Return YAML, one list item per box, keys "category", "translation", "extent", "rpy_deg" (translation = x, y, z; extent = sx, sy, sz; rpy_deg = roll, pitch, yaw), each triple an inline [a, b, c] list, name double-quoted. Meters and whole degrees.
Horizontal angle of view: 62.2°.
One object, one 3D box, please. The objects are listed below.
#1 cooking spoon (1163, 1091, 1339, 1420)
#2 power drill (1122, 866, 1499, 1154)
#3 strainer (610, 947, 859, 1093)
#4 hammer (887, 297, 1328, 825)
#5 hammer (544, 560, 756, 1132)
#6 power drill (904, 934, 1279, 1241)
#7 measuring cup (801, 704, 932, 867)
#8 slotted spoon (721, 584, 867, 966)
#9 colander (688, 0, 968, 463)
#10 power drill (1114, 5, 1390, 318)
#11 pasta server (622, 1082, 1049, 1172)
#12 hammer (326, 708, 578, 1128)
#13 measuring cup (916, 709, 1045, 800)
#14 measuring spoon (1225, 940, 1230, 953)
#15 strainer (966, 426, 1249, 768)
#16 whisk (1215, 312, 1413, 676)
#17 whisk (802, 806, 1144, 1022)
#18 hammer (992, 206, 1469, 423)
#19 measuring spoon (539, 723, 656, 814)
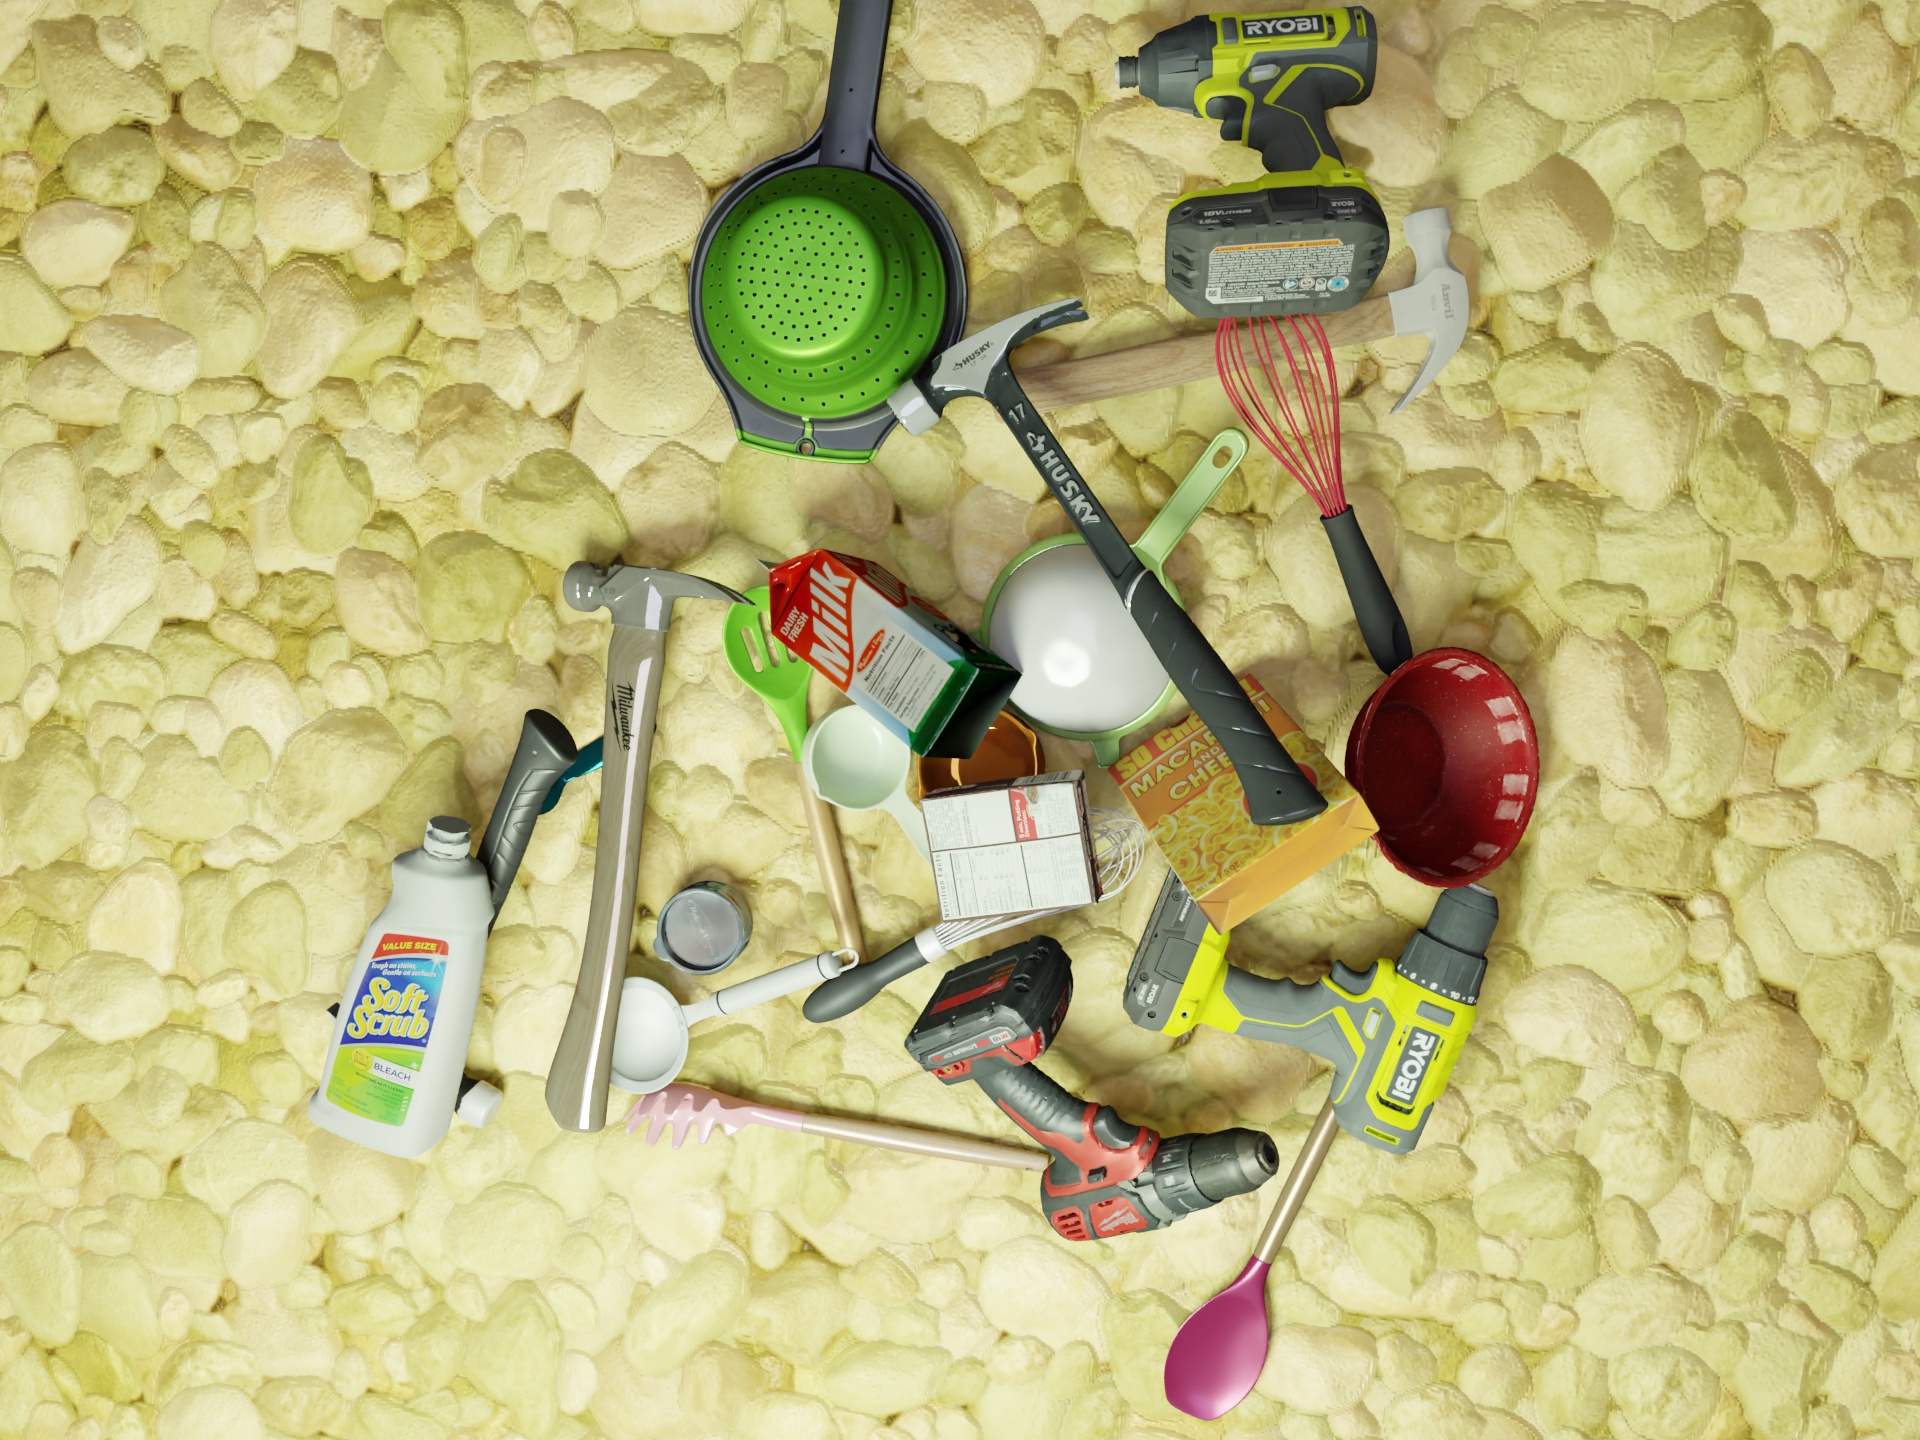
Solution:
- category: "cooking spoon"
  translation: [0.232, 0.370, 1.162]
  extent: [0.069, 0.017, 0.319]
  rpy_deg: [24, 98, 2]
- category: "power drill"
  translation: [0.245, 0.171, 1.101]
  extent: [0.228, 0.080, 0.190]
  rpy_deg: [21, 96, 4]
- category: "strainer"
  translation: [-0.179, 0.210, 1.161]
  extent: [0.258, 0.050, 0.087]
  rpy_deg: [-22, 83, 24]
- category: "hammer"
  translation: [0.111, -0.103, 1.039]
  extent: [0.149, 0.036, 0.409]
  rpy_deg: [-35, 71, 8]
- category: "hammer"
  translation: [-0.240, 0.095, 1.149]
  extent: [0.146, 0.038, 0.410]
  rpy_deg: [8, 92, 23]
- category: "power drill"
  translation: [0.091, 0.259, 1.092]
  extent: [0.188, 0.080, 0.226]
  rpy_deg: [-27, 107, 38]
- category: "measuring cup"
  translation: [-0.051, 0.059, 1.161]
  extent: [0.083, 0.038, 0.167]
  rpy_deg: [-43, 109, -15]
- category: "slotted spoon"
  translation: [-0.110, 0.054, 1.170]
  extent: [0.070, 0.031, 0.314]
  rpy_deg: [-15, 96, -10]
- category: "colander"
  translation: [-0.089, -0.381, 1.094]
  extent: [0.204, 0.094, 0.397]
  rpy_deg: [9, 96, 6]
- category: "power drill"
  translation: [0.188, -0.370, 1.029]
  extent: [0.171, 0.080, 0.223]
  rpy_deg: [-2, 59, 5]
- category: "pasta server"
  translation: [-0.092, 0.311, 1.185]
  extent: [0.316, 0.060, 0.040]
  rpy_deg: [9, 51, 4]
- category: "hammer"
  translation: [-0.358, 0.138, 1.166]
  extent: [0.146, 0.035, 0.334]
  rpy_deg: [29, 111, 6]
- category: "measuring cup"
  translation: [-0.002, -0.004, 1.143]
  extent: [0.095, 0.052, 0.174]
  rpy_deg: [-29, 79, 12]
- category: "measuring spoon"
  translation: [0.200, 0.115, 1.149]
  extent: [0.021, 0.011, 0.117]
  rpy_deg: [18, 93, 7]
- category: "strainer"
  translation: [0.109, -0.091, 1.082]
  extent: [0.151, 0.069, 0.256]
  rpy_deg: [39, 112, 5]
- category: "whisk"
  translation: [0.246, -0.157, 1.073]
  extent: [0.073, 0.073, 0.295]
  rpy_deg: [-24, 107, 8]
- category: "whisk"
  translation: [0.006, 0.144, 1.142]
  extent: [0.284, 0.070, 0.070]
  rpy_deg: [-30, 91, 8]
- category: "hammer"
  translation: [0.184, -0.255, 1.106]
  extent: [0.331, 0.031, 0.130]
  rpy_deg: [-11, 93, 8]
- category: "measuring spoon"
  translation: [-0.285, 0.032, 1.190]
  extent: [0.128, 0.021, 0.042]
  rpy_deg: [-28, 91, 8]
